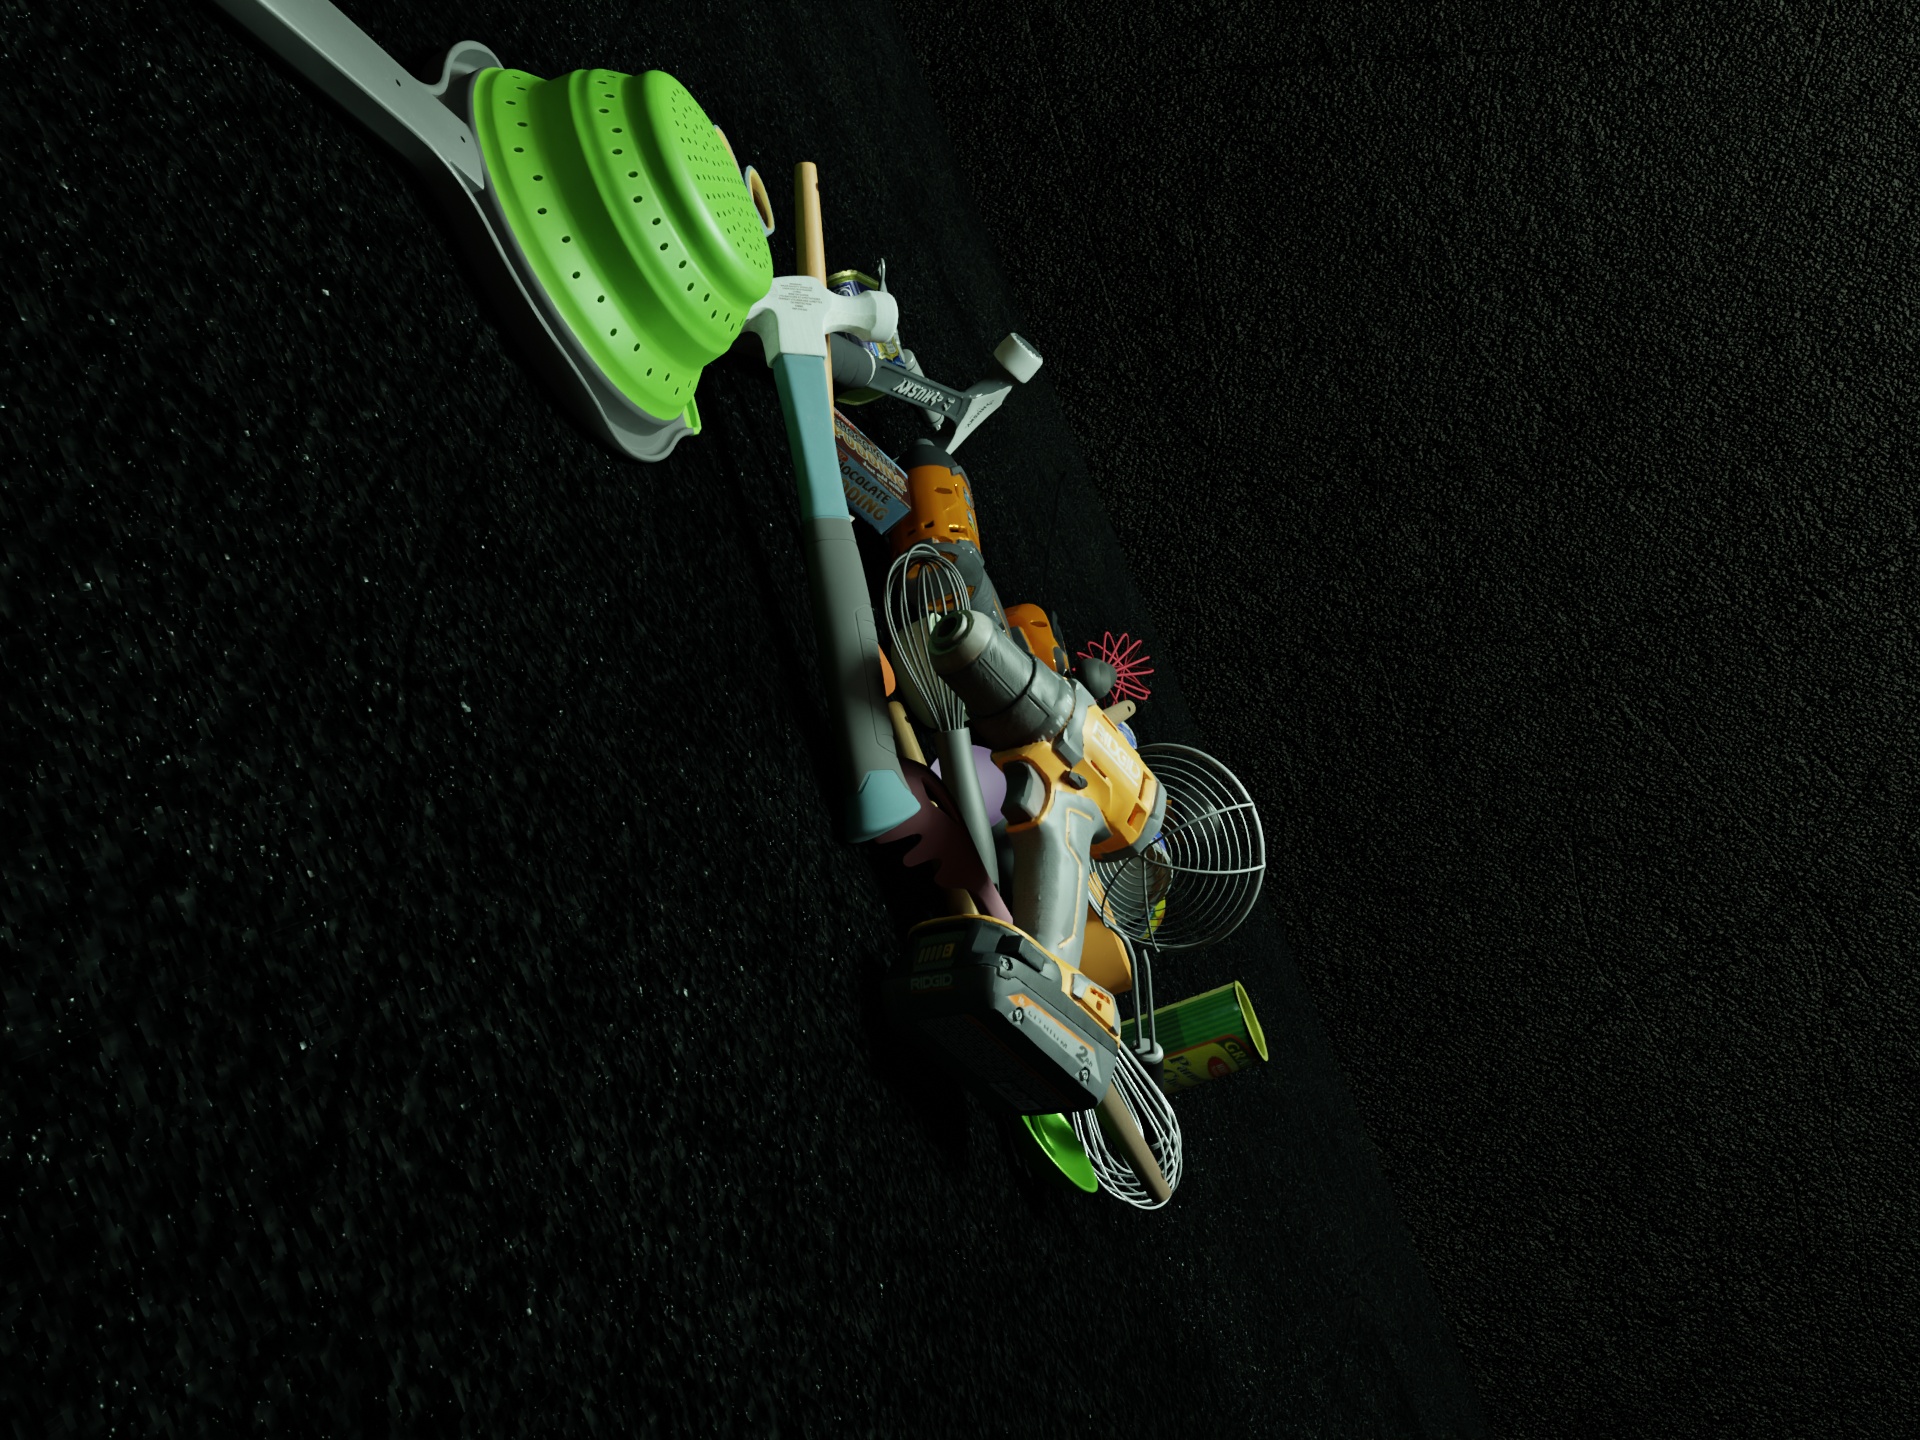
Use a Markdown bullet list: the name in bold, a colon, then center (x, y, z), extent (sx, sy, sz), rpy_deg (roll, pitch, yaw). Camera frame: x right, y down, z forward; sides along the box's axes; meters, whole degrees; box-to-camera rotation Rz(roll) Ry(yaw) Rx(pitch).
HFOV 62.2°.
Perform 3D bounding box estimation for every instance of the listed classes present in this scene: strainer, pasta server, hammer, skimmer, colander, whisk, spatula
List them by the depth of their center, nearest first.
- **colander**: center (-0.176, -0.247, 0.667), extent (0.396, 0.094, 0.205), rpy_deg (31, 38, -70)
- **hammer**: center (-0.070, -0.095, 0.874), extent (0.128, 0.033, 0.331), rpy_deg (-2, 72, -31)
- **pasta server**: center (0.035, 0.150, 0.907), extent (0.316, 0.040, 0.060), rpy_deg (60, 22, -12)
- **spatula**: center (-0.076, -0.173, 0.964), extent (0.081, 0.041, 0.322), rpy_deg (-24, 111, -77)
- **whisk**: center (-0.007, 0.008, 0.991), extent (0.055, 0.055, 0.239), rpy_deg (-13, 93, -77)
- **whisk**: center (0.072, 0.184, 1.050), extent (0.285, 0.070, 0.070), rpy_deg (66, 12, 17)
- **skimmer**: center (0.139, 0.169, 1.069), extent (0.090, 0.127, 0.362), rpy_deg (-49, 148, -32)
- **hammer**: center (-0.065, -0.242, 1.120), extent (0.036, 0.149, 0.409), rpy_deg (49, 18, 14)
- **spatula**: center (0.057, 0.023, 1.131), extent (0.316, 0.018, 0.060), rpy_deg (-24, 93, -58)
- **whisk**: center (0.117, -0.037, 1.299), extent (0.296, 0.073, 0.073), rpy_deg (-18, 85, -80)
- **hammer**: center (0.160, 0.092, 1.360), extent (0.337, 0.034, 0.127), rpy_deg (159, -91, -82)
- **strainer**: center (-0.055, -0.331, 1.450), extent (0.258, 0.050, 0.087), rpy_deg (55, 23, -64)

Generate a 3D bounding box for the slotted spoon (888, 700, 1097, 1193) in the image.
- **slotted spoon**: center (0.009, 0.130, 0.941), extent (0.070, 0.031, 0.314), rpy_deg (27, 40, -66)

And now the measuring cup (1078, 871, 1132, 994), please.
- **measuring cup**: center (0.075, 0.136, 1.110), extent (0.173, 0.052, 0.095), rpy_deg (60, 11, -52)

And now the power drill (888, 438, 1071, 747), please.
- **power drill**: center (0.011, -0.098, 1.190), extent (0.164, 0.084, 0.226), rpy_deg (-98, 163, -45)

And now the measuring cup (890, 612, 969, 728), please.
- **measuring cup**: center (-0.002, -0.004, 1.106), extent (0.083, 0.038, 0.167), rpy_deg (-100, 164, -44)

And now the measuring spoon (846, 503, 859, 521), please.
- **measuring spoon**: center (-0.081, -0.142, 1.078), extent (0.034, 0.018, 0.124), rpy_deg (52, 21, -6)

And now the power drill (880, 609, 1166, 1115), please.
- **power drill**: center (0.028, 0.067, 0.835), extent (0.185, 0.084, 0.226), rpy_deg (46, 44, -34)
